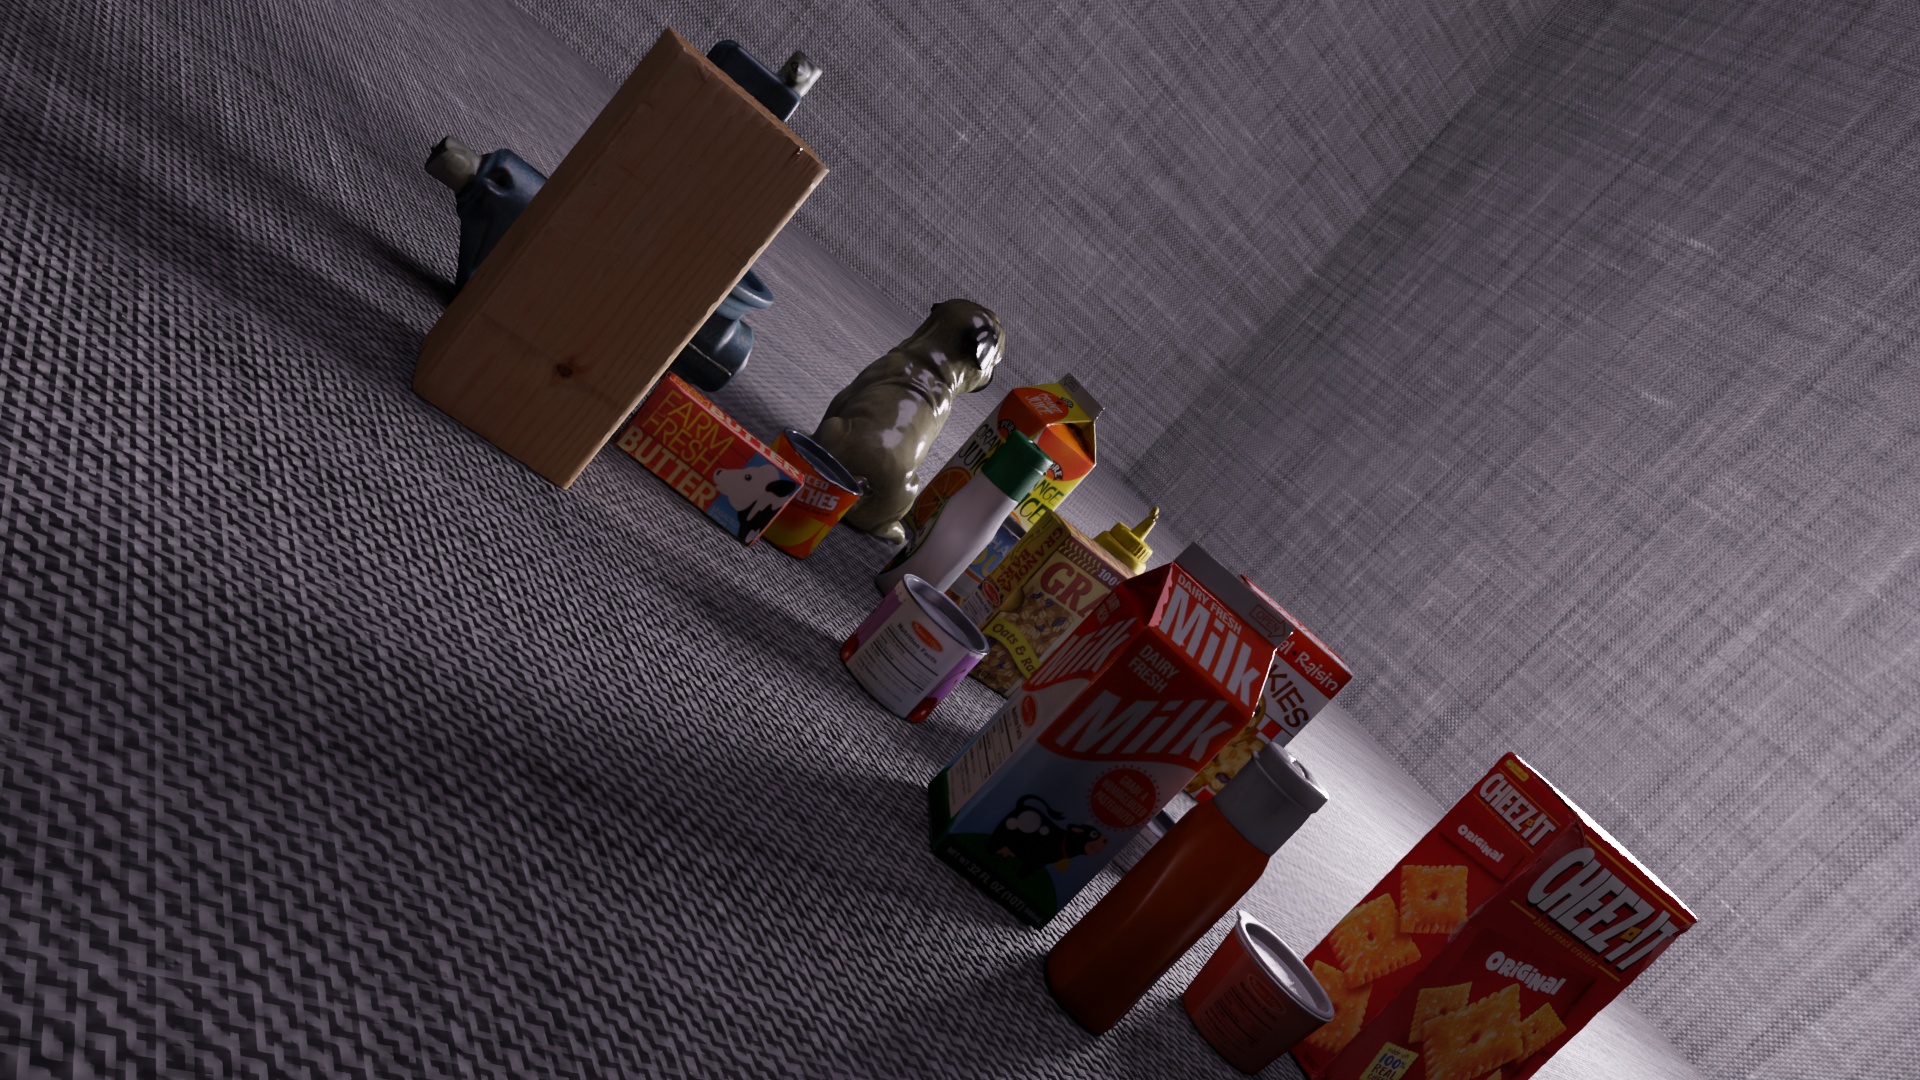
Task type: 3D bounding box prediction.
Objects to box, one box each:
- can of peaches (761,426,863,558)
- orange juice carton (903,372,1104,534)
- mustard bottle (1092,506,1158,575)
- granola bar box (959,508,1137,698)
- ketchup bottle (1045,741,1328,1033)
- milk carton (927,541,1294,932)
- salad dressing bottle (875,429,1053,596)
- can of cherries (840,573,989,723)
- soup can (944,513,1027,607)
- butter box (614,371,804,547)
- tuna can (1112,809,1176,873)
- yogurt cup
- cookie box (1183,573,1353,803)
[{"bbox_3d":[-0.106,-0.030,0.894,0.071,0.058,0.071,40,10,-8],"label":"can of peaches"},{"bbox_3d":[0.046,-0.060,1.214,0.073,0.192,0.072,35,12,-37],"label":"orange juice carton"},{"bbox_3d":[0.116,0.034,1.176,0.065,0.160,0.049,44,10,14],"label":"mustard bottle"},{"bbox_3d":[0.083,0.069,1.000,0.165,0.124,0.039,35,11,-34],"label":"granola bar box"},{"bbox_3d":[0.103,0.156,0.635,0.043,0.148,0.065,43,9,5],"label":"ketchup bottle"},{"bbox_3d":[0.073,0.090,0.681,0.072,0.190,0.073,40,10,-12],"label":"milk carton"},{"bbox_3d":[0.003,-0.012,0.978,0.044,0.147,0.064,42,9,-3],"label":"salad dressing bottle"},{"bbox_3d":[-0.026,0.063,0.804,0.071,0.058,0.071,40,10,-8],"label":"can of cherries"},{"bbox_3d":[0.006,0.013,1.066,0.071,0.083,0.071,41,10,-8],"label":"soup can"},{"bbox_3d":[-0.148,-0.048,0.825,0.103,0.053,0.024,39,10,-15],"label":"butter box"},{"bbox_3d":[0.112,0.185,0.884,0.071,0.033,0.071,40,10,-8],"label":"tuna can"},{"bbox_3d":[0.155,0.244,0.737,0.072,0.054,0.072,40,10,-8],"label":"yogurt cup"},{"bbox_3d":[0.224,0.129,1.160,0.123,0.167,0.040,40,10,-13],"label":"cookie box"}]
